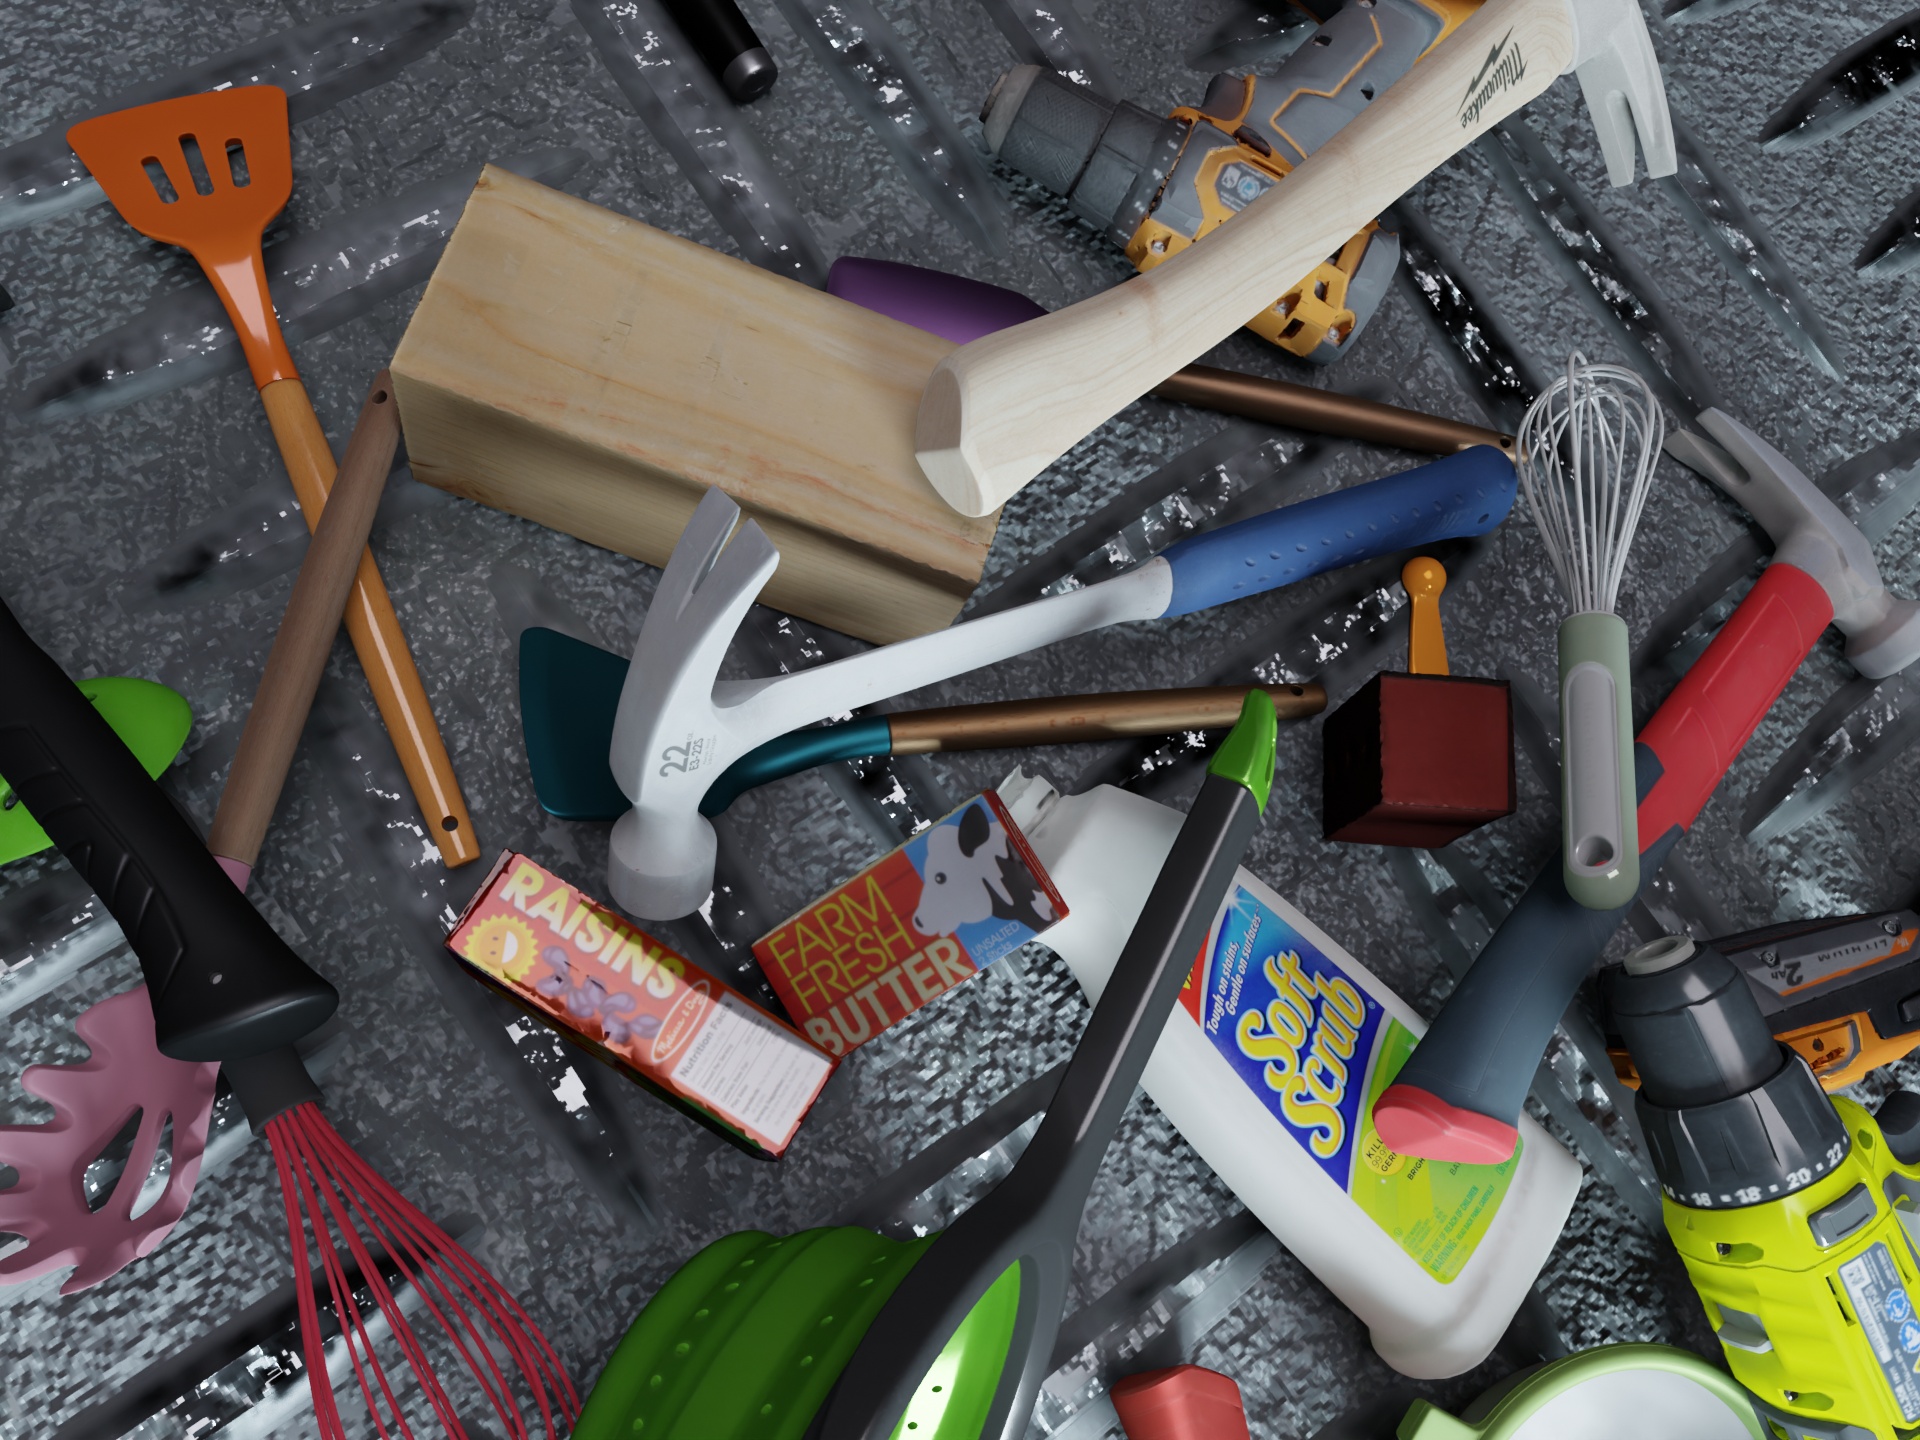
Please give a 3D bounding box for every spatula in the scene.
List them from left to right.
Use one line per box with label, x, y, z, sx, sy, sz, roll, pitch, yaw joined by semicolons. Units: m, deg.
spatula;-0.238;-0.096;0.582;0.081;0.041;0.323;-21;85;-18
spatula;-0.001;-0.002;0.600;0.317;0.044;0.082;-5;53;-16
spatula;0.097;-0.141;0.676;0.316;0.018;0.060;9;75;-11

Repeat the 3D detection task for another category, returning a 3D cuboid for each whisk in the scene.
whisk;-0.204;0.142;0.506;0.073;0.073;0.296;-29;76;-19
whisk;0.240;-0.042;0.605;0.059;0.058;0.246;43;47;-44

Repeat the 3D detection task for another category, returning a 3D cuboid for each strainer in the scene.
strainer;0.220;0.338;0.553;0.151;0.069;0.256;-5;89;-15

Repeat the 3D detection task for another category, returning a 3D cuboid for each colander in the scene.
colander;-0.015;0.151;0.492;0.094;0.204;0.397;21;72;22

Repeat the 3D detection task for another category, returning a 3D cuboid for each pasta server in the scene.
pasta server;-0.228;0.017;0.508;0.060;0.040;0.316;9;68;3

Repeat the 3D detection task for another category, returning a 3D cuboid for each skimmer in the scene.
skimmer;-0.164;-0.431;0.656;0.127;0.090;0.363;-28;84;-51

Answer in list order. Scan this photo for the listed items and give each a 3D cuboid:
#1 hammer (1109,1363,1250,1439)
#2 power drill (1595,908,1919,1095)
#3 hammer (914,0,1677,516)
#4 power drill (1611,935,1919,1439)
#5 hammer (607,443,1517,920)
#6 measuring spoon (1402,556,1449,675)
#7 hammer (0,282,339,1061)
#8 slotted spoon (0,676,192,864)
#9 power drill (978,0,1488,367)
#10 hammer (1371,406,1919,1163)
hammer;0.130;0.388;0.506;0.149;0.036;0.359;-13;73;-41
power drill;0.348;0.192;0.613;0.164;0.084;0.226;-9;81;-18
hammer;0.144;-0.192;0.613;0.411;0.038;0.146;-40;113;-24
power drill;0.334;0.129;0.538;0.228;0.080;0.190;-24;90;-18
hammer;0.064;-0.049;0.568;0.405;0.144;0.035;-19;51;-33
measuring spoon;0.200;-0.015;0.668;0.021;0.011;0.117;5;74;-12
hammer;-0.300;-0.025;0.495;0.146;0.035;0.335;-40;71;-18
slotted spoon;-0.368;0.098;0.488;0.070;0.031;0.314;29;70;33
power drill;0.127;-0.289;0.695;0.185;0.084;0.226;27;75;-5
hammer;0.262;0.017;0.626;0.143;0.038;0.386;47;59;3
